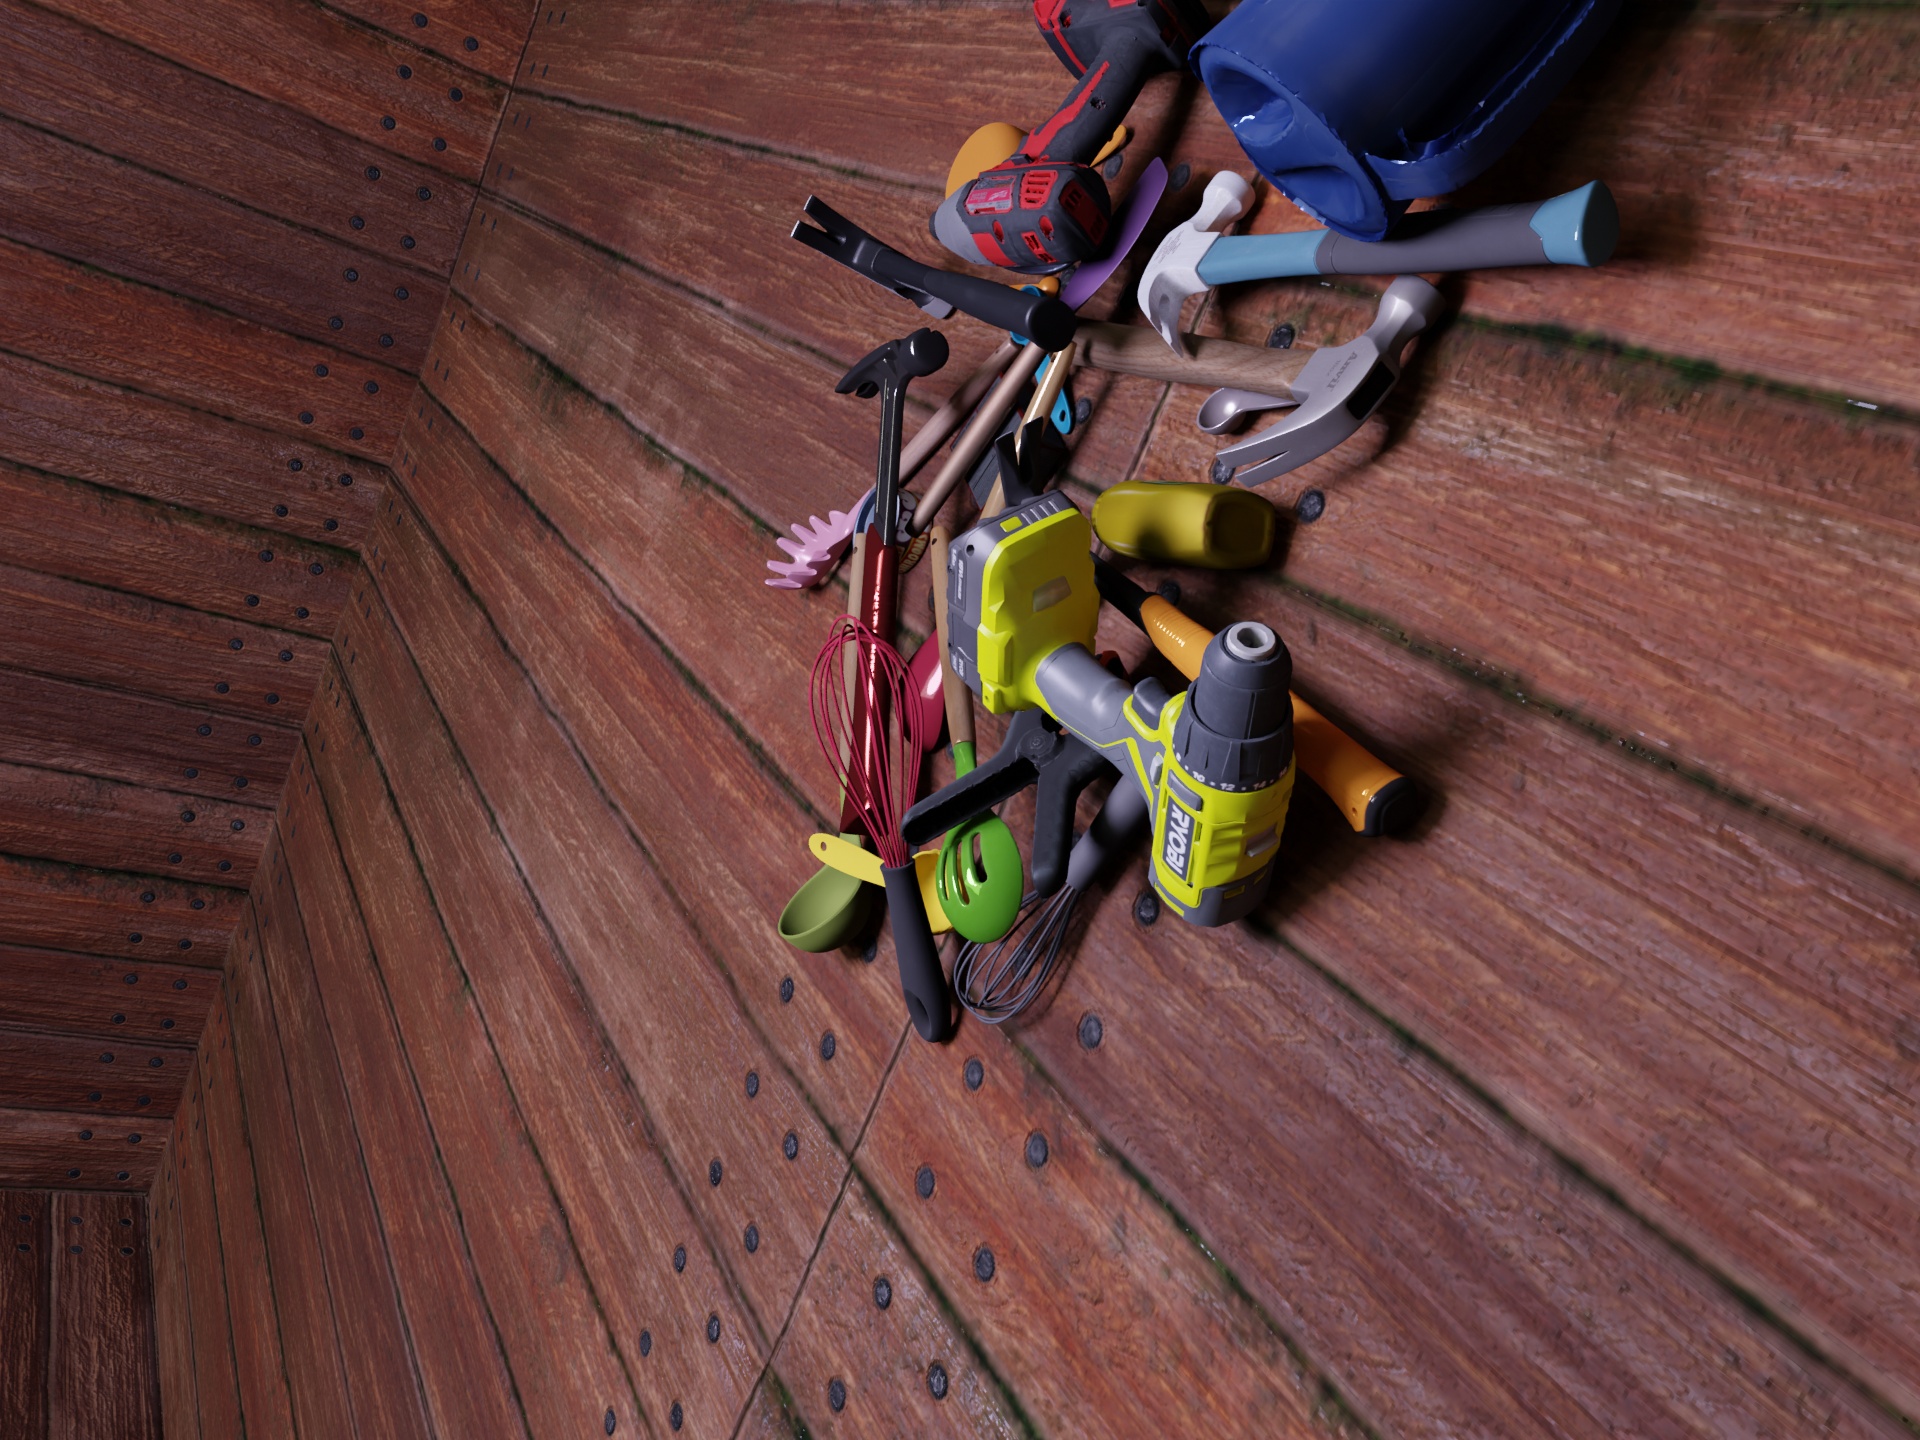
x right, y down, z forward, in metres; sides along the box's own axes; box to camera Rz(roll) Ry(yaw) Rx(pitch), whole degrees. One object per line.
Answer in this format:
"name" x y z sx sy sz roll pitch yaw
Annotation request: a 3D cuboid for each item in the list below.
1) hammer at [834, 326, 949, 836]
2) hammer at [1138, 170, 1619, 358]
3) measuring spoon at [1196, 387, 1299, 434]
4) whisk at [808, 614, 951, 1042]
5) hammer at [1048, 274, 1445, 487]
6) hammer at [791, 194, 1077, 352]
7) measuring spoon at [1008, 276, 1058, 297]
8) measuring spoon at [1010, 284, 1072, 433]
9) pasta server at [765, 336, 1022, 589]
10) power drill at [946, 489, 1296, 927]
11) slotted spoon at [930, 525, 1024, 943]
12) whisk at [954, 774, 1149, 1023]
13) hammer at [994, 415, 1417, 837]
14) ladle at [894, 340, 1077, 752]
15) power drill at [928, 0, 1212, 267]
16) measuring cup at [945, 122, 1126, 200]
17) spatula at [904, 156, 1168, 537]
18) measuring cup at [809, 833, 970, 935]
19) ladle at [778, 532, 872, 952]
"hammer" -0.063 -0.096 1.159 0.149 0.036 0.359 -11 74 63
"hammer" 0.210 -0.255 0.855 0.128 0.033 0.331 -54 31 -9
"measuring spoon" 0.190 -0.185 0.924 0.124 0.018 0.034 -2 57 49
"whisk" -0.045 0.075 1.029 0.073 0.073 0.295 12 117 57
"hammer" 0.142 -0.218 0.969 0.130 0.031 0.332 -53 31 -3
"hammer" -0.011 -0.306 1.116 0.035 0.146 0.335 -62 30 10
"measuring spoon" 0.036 -0.321 1.201 0.117 0.011 0.021 12 88 56
"measuring spoon" 0.065 -0.255 1.135 0.042 0.021 0.129 -46 52 47
"pasta server" -0.058 -0.200 1.268 0.316 0.040 0.060 -41 35 39
"power drill" 0.088 -0.022 0.841 0.229 0.080 0.190 46 153 34
"slotted spoon" -0.002 -0.003 1.036 0.070 0.031 0.314 -32 49 34
"whisk" 0.069 0.093 0.965 0.239 0.055 0.055 -55 38 21
"hammer" 0.125 -0.048 0.881 0.337 0.034 0.127 46 158 43
"ladle" 0.014 -0.117 1.106 0.069 0.031 0.315 54 127 51
"power drill" 0.066 -0.402 1.068 0.143 0.078 0.220 13 73 46
"measuring cup" 0.051 -0.413 1.178 0.174 0.052 0.095 -8 71 56
"spatula" 0.047 -0.244 1.090 0.315 0.018 0.060 -52 27 31
"measuring cup" -0.046 0.104 1.106 0.157 0.029 0.062 18 104 42
"ladle" -0.092 0.013 1.191 0.078 0.062 0.320 -9 75 51
